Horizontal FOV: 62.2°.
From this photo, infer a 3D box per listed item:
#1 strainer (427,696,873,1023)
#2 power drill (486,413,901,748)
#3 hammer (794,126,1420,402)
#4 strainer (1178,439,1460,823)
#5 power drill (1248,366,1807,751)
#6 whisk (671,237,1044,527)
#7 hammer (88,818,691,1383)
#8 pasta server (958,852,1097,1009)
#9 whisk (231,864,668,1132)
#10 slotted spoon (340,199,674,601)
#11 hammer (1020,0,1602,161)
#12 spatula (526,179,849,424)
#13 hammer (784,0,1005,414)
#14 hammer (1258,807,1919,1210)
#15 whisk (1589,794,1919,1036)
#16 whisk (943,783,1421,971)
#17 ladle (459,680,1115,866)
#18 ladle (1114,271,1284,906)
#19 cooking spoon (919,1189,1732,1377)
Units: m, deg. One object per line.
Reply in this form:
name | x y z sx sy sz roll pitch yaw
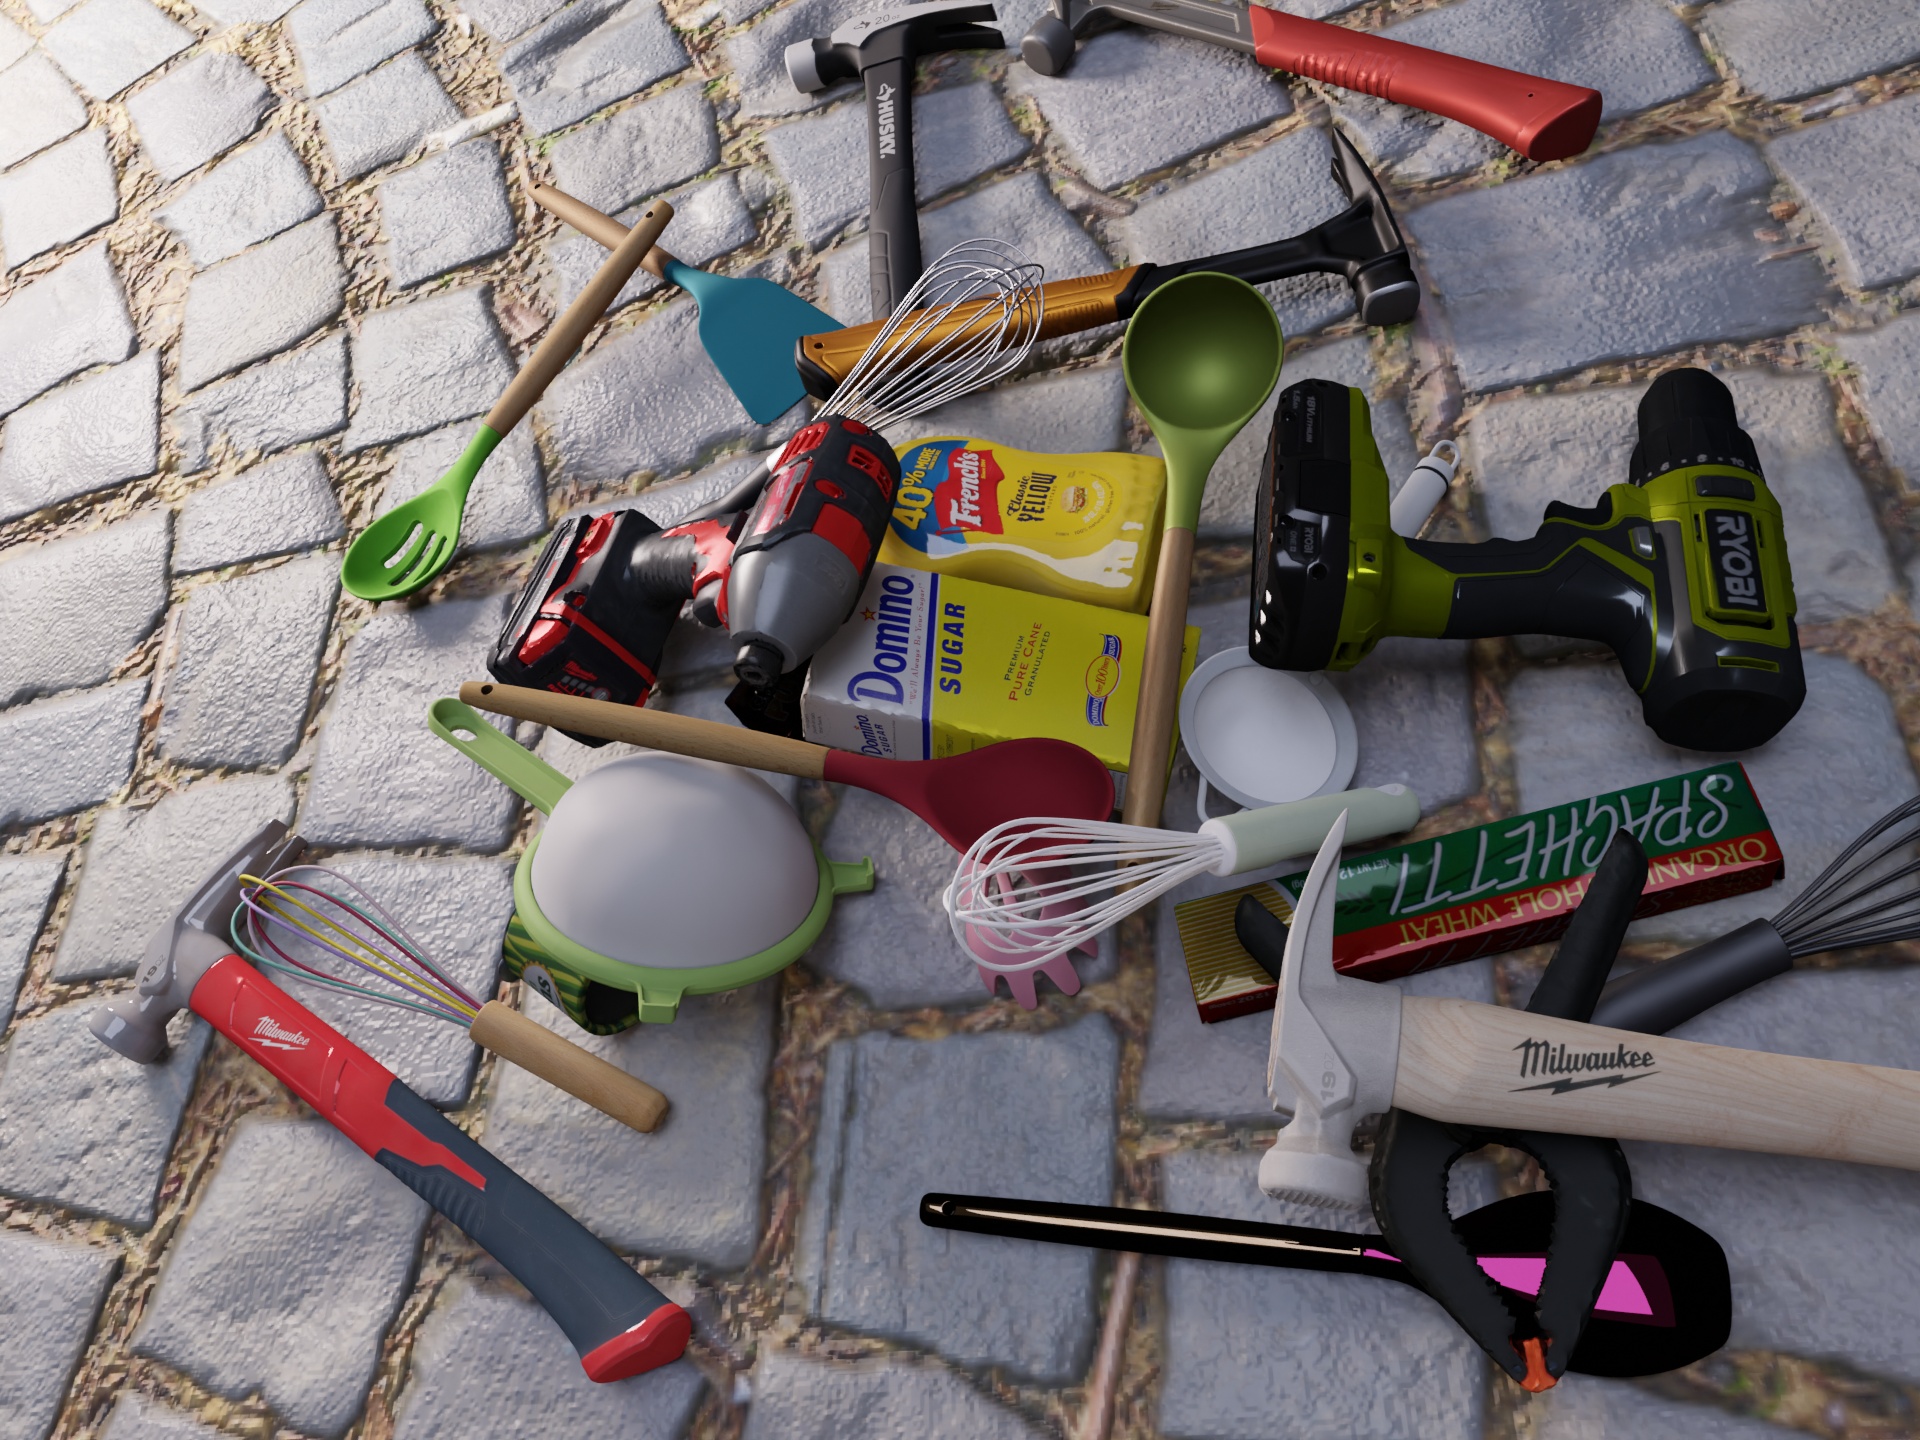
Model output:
strainer | -0.173 0.031 0.769 0.256 0.069 0.151 30 38 26
power drill | -0.132 -0.061 0.792 0.220 0.078 0.143 -14 46 40
hammer | 0.072 -0.239 0.884 0.337 0.034 0.127 -12 59 3
strainer | 0.177 -0.042 0.758 0.087 0.050 0.258 35 69 5
power drill | 0.252 -0.089 0.717 0.228 0.080 0.191 6 59 4
whisk | -0.068 -0.156 0.856 0.284 0.070 0.070 -34 54 25
hammer | -0.270 0.184 0.780 0.386 0.038 0.143 25 71 28
pasta server | -0.001 -0.003 0.805 0.060 0.040 0.317 -22 53 6
whisk | -0.250 0.134 0.766 0.245 0.047 0.051 26 34 11
slotted spoon | -0.272 -0.198 0.984 0.070 0.031 0.314 29 80 29
hammer | 0.214 -0.410 0.955 0.359 0.036 0.149 30 75 30
spatula | -0.196 -0.291 1.033 0.082 0.044 0.318 -46 53 -9
hammer | -0.037 -0.326 0.992 0.146 0.035 0.335 -11 59 13
hammer | 0.320 0.131 0.566 0.410 0.038 0.146 8 69 9
whisk | 0.323 0.088 0.633 0.239 0.055 0.055 -27 57 6
whisk | 0.100 0.055 0.657 0.058 0.246 0.059 9 105 58
ladle | -0.085 0.016 0.723 0.315 0.031 0.069 11 55 12
ladle | 0.097 -0.069 0.729 0.078 0.062 0.320 6 64 10
cooking spoon | 0.136 0.212 0.640 0.319 0.017 0.069 0 62 17
